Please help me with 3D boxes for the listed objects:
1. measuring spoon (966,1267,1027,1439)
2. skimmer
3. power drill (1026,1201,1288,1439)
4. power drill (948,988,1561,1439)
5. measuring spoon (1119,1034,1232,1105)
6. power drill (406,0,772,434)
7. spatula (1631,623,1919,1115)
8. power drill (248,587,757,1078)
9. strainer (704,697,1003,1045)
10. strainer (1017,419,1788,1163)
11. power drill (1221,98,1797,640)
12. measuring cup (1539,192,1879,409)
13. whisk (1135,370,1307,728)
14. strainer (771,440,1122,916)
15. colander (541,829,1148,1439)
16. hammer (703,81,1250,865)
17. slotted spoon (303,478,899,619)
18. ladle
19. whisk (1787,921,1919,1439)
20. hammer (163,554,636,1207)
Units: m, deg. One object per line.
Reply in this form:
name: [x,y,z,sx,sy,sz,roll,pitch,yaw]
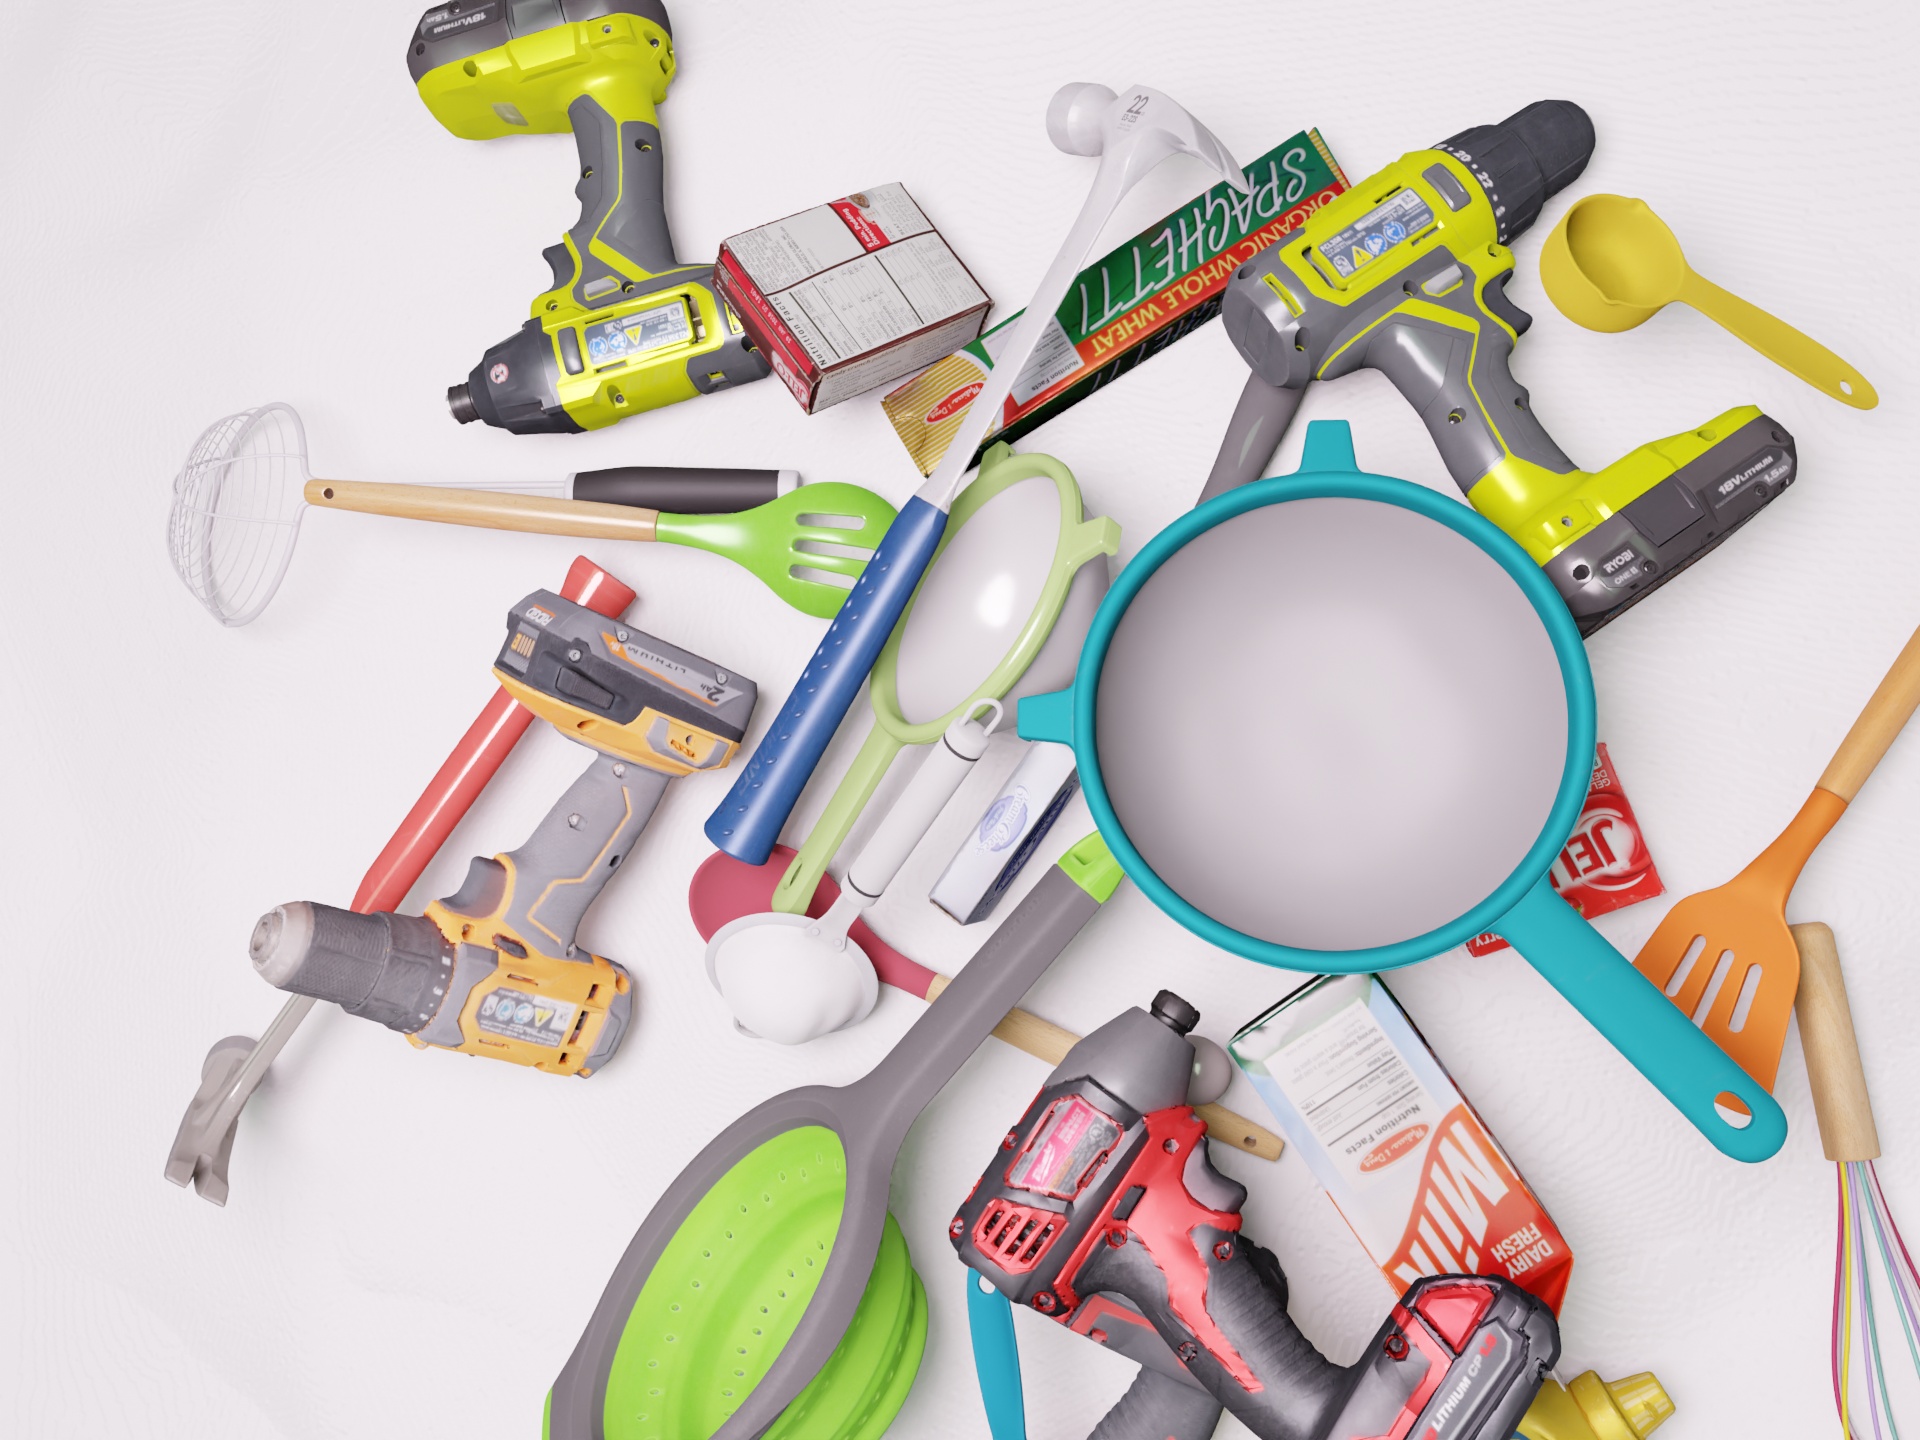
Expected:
measuring spoon: [0.023,0.296,0.694,0.042,0.021,0.129,-14,77,22]
skimmer: [-0.263,-0.115,0.870,0.363,0.090,0.127,0,78,4]
power drill: [0.036,0.328,0.733,0.188,0.080,0.226,21,93,15]
power drill: [0.118,0.217,0.644,0.220,0.078,0.143,32,81,20]
measuring spoon: [0.074,0.188,0.748,0.124,0.018,0.034,-38,91,24]
power drill: [-0.206,-0.267,0.839,0.171,0.080,0.223,-15,83,3]
spatula: [0.393,0.017,0.692,0.081,0.041,0.322,32,86,45]
power drill: [-0.216,0.053,0.769,0.084,0.185,0.226,23,89,50]
strainer: [-0.051,0.083,0.734,0.086,0.050,0.258,28,121,-12]
strainer: [0.201,0.050,0.679,0.211,0.095,0.340,-44,77,0]
power drill: [0.257,-0.163,0.716,0.190,0.080,0.229,-33,76,-7]
measuring cup: [0.314,-0.166,0.672,0.156,0.029,0.062,28,65,-5]
whisk: [0.123,-0.094,0.767,0.055,0.055,0.239,24,86,15]
strainer: [-0.001,-0.002,0.764,0.069,0.152,0.256,27,102,-28]
colander: [-0.028,0.218,0.732,0.094,0.205,0.397,41,90,-21]
hammer: [-0.007,-0.110,0.746,0.405,0.035,0.144,-60,35,7]
slotted spoon: [-0.180,-0.099,0.811,0.314,0.031,0.070,6,94,2]
ladle: [0.009,0.141,0.780,0.315,0.031,0.069,23,101,13]
whisk: [0.381,0.209,0.675,0.047,0.051,0.245,-10,79,18]
hammer: [-0.285,0.071,0.819,0.036,0.149,0.359,36,88,-22]
